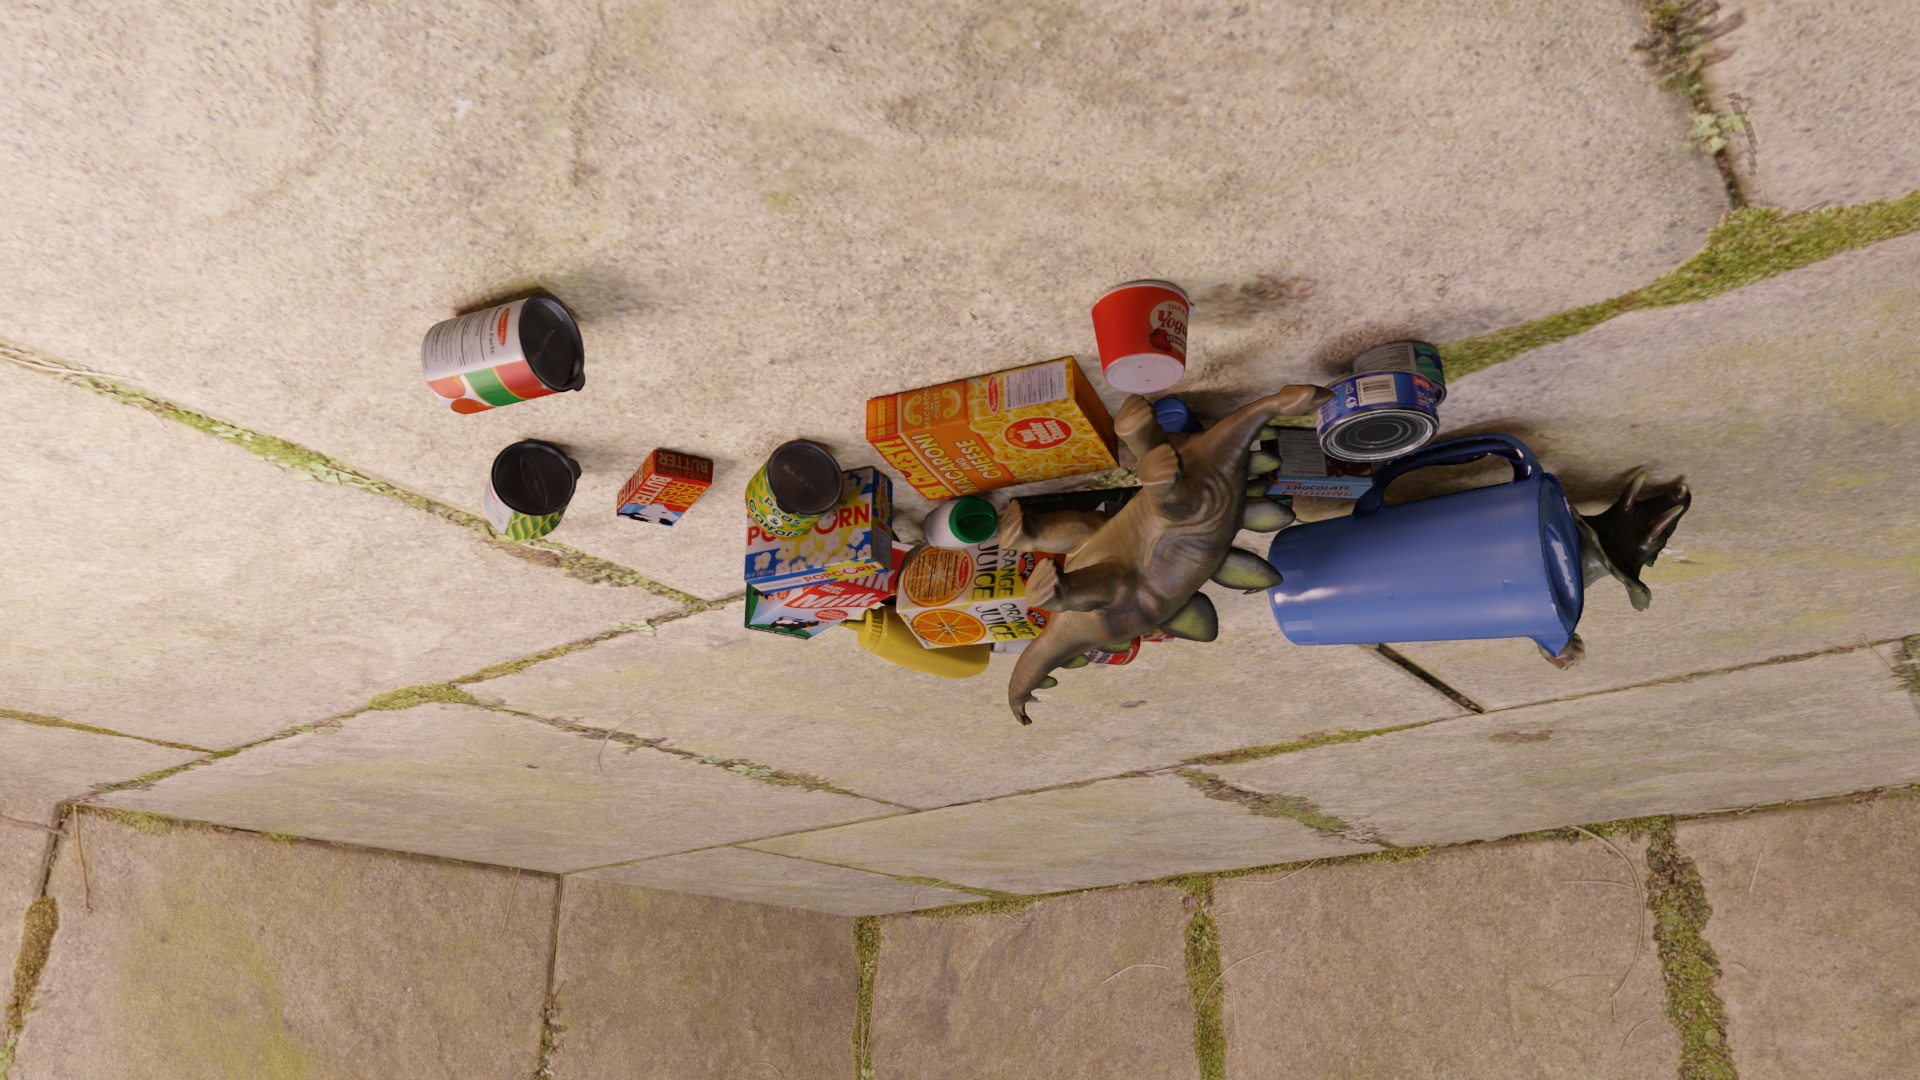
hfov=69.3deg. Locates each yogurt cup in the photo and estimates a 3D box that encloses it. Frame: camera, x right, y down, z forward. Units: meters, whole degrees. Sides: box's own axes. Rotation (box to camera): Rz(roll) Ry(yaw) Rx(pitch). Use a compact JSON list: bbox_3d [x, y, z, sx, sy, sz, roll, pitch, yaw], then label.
[{"bbox_3d":[0.123,-0.135,0.942,0.072,0.054,0.072,0,157,0],"label":"yogurt cup"}]

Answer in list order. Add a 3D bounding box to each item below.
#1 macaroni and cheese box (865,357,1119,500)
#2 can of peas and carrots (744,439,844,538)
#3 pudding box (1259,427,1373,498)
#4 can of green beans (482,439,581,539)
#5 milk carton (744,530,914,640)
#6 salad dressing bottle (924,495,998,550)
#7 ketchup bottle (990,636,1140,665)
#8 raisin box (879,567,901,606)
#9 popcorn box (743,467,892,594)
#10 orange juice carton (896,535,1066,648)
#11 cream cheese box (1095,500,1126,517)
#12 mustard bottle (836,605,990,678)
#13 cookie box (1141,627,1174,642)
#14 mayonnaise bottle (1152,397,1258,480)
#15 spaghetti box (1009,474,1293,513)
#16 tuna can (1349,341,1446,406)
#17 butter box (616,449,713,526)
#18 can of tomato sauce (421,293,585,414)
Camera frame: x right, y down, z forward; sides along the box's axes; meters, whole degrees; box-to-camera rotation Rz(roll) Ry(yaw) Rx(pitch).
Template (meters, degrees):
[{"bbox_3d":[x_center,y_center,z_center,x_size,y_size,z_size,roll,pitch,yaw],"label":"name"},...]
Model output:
[{"bbox_3d":[0.027,-0.082,1.081,0.166,0.040,0.123,-10,155,19],"label":"macaroni and cheese box"},{"bbox_3d":[-0.138,-0.039,1.136,0.071,0.071,0.058,10,155,-25],"label":"can of peas and carrots"},{"bbox_3d":[0.289,-0.063,1.130,0.084,0.050,0.030,2,158,-7],"label":"pudding box"},{"bbox_3d":[-0.350,-0.040,1.128,0.071,0.071,0.057,9,156,-22],"label":"can of green beans"},{"bbox_3d":[-0.125,0.028,1.294,0.072,0.074,0.190,16,152,-34],"label":"milk carton"},{"bbox_3d":[0.004,-0.015,1.173,0.064,0.044,0.147,-11,180,-5],"label":"salad dressing bottle"},{"bbox_3d":[0.104,0.099,1.409,0.149,0.044,0.064,4,155,-14],"label":"ketchup bottle"},{"bbox_3d":[-0.014,0.042,1.377,0.123,0.040,0.086,-13,155,28],"label":"raisin box"},{"bbox_3d":[-0.123,-0.008,1.193,0.126,0.085,0.038,-10,154,21],"label":"popcorn box"},{"bbox_3d":[0.046,0.042,1.251,0.192,0.073,0.071,-7,145,20],"label":"orange juice carton"},{"bbox_3d":[0.166,0.003,1.198,0.104,0.053,0.024,11,152,-20],"label":"cream cheese box"},{"bbox_3d":[-0.049,0.094,1.370,0.160,0.065,0.048,14,149,-22],"label":"mustard bottle"},{"bbox_3d":[0.152,0.070,1.452,0.168,0.040,0.122,1,157,-5],"label":"cookie box"},{"bbox_3d":[0.191,-0.069,1.121,0.064,0.041,0.148,-13,154,25],"label":"mayonnaise bottle"},{"bbox_3d":[0.170,-0.027,1.236,0.250,0.029,0.050,-5,156,10],"label":"spaghetti box"},{"bbox_3d":[0.323,-0.116,1.025,0.071,0.033,0.070,-1,157,0],"label":"tuna can"},{"bbox_3d":[-0.252,-0.044,1.179,0.053,0.024,0.103,11,155,-28],"label":"butter box"},{"bbox_3d":[-0.305,-0.123,0.932,0.083,0.071,0.071,-10,156,21],"label":"can of tomato sauce"}]
